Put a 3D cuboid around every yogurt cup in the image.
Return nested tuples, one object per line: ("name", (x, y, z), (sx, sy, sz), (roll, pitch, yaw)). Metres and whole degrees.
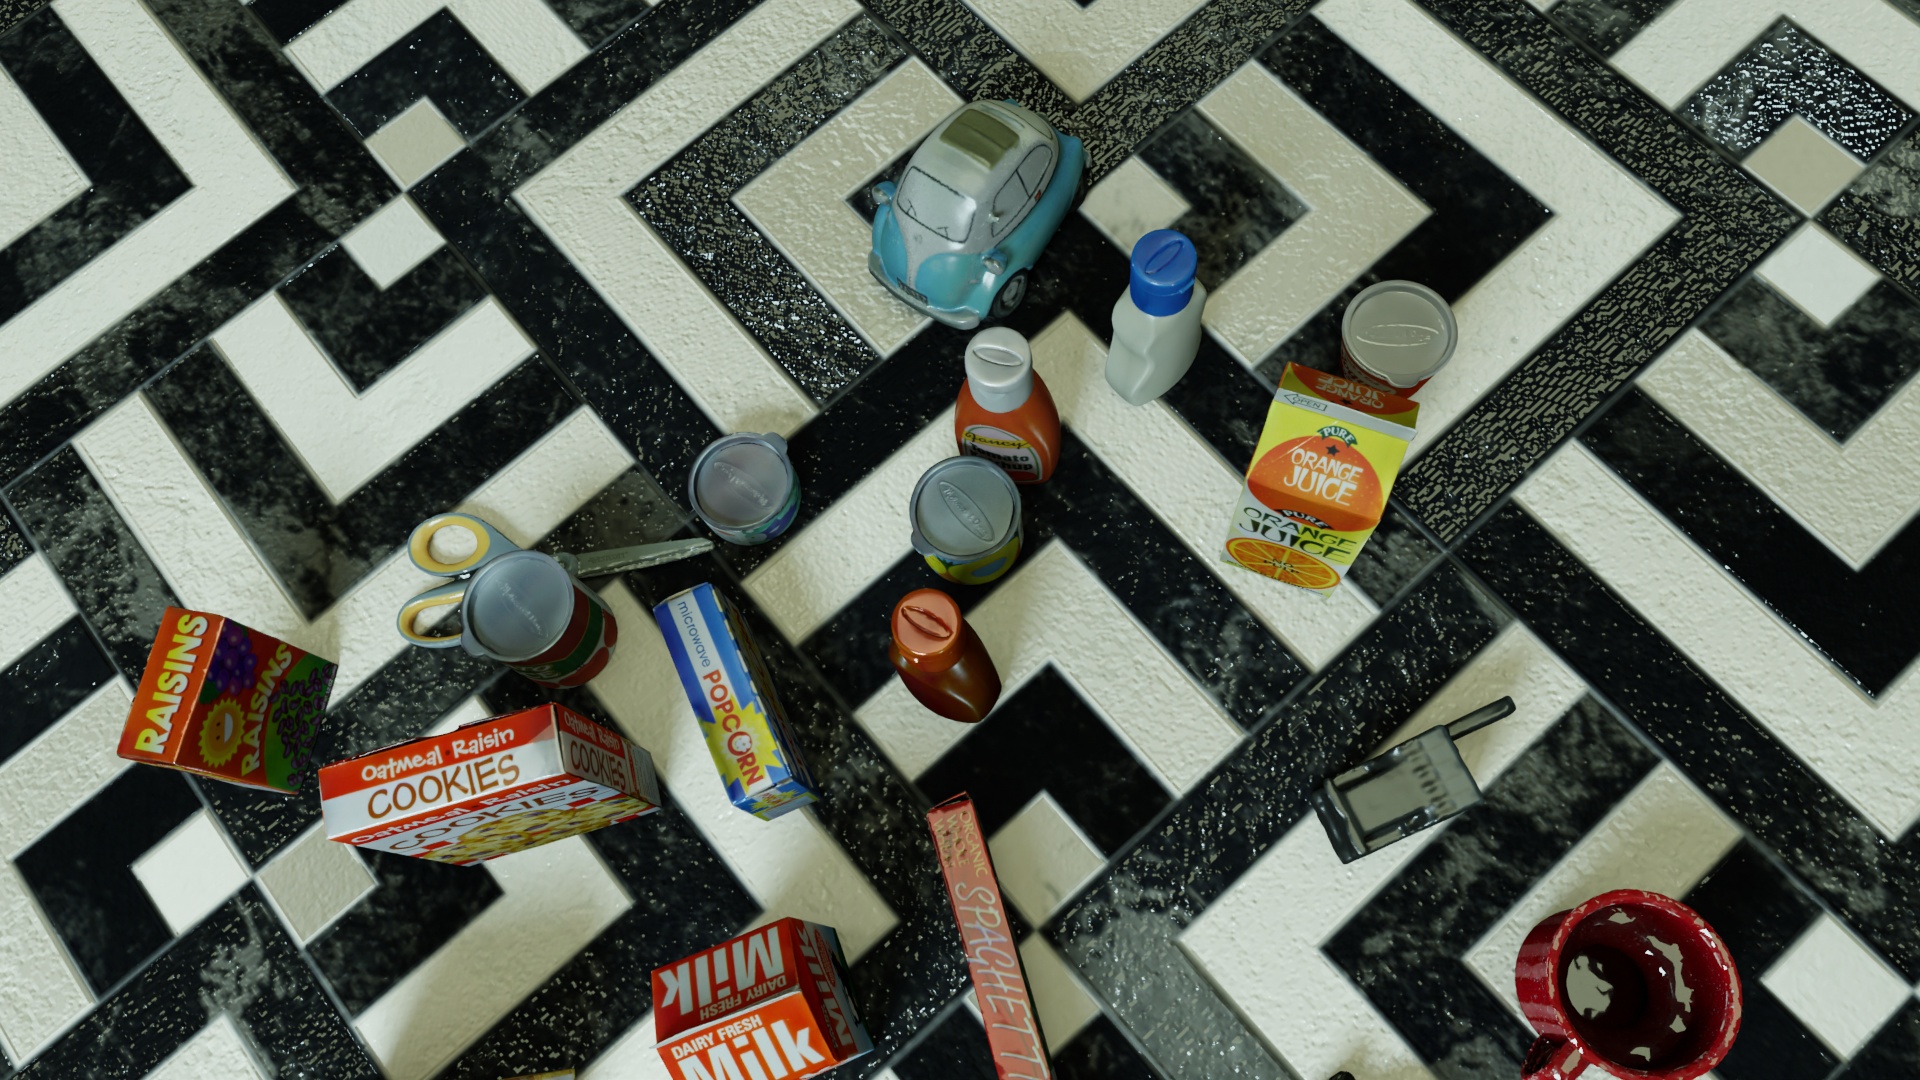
("yogurt cup", (0.266, -0.119, 0.857), (0.072, 0.053, 0.072), (-1, 72, 4))

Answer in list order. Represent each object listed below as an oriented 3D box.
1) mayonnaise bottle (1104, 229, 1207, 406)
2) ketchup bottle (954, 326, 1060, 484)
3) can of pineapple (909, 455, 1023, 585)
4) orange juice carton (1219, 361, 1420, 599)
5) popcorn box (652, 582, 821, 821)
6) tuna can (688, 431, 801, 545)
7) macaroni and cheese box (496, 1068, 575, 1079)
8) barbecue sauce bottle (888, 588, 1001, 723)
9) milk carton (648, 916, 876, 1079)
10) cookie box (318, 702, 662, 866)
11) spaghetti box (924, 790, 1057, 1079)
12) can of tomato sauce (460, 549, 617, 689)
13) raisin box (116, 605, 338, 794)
("mayonnaise bottle", (0.117, -0.133, 0.825), (0.065, 0.147, 0.041), (-42, 74, -8))
("ketchup bottle", (0.026, -0.078, 0.814), (0.065, 0.148, 0.043), (14, 74, 9))
("can of pineapple", (0.003, -0.011, 0.841), (0.071, 0.057, 0.071), (-1, 72, 4))
("orange juice carton", (0.196, -0.035, 0.763), (0.072, 0.192, 0.073), (20, 75, 11))
("popcorn box", (-0.128, 0.095, 0.803), (0.038, 0.085, 0.127), (-25, 72, -3))
("tuna can", (-0.133, -0.034, 0.873), (0.071, 0.032, 0.071), (-1, 72, 4))
("macaroni and cheese box", (-0.282, 0.302, 0.705), (0.124, 0.166, 0.040), (-10, 72, 1))
("barbecue sauce bottle", (-0.012, 0.064, 0.771), (0.065, 0.148, 0.044), (30, 77, 13))
("milk carton", (-0.098, 0.238, 0.699), (0.072, 0.190, 0.073), (-22, 72, -2))
("cookie box", (-0.248, 0.136, 0.756), (0.123, 0.167, 0.040), (-16, 72, 0))
("spaghetti box", (0.029, 0.262, 0.754), (0.029, 0.050, 0.250), (-17, 71, -1))
("can of tomato sauce", (-0.250, 0.051, 0.829), (0.071, 0.083, 0.071), (-1, 72, 4))
("raisin box", (-0.422, 0.095, 0.807), (0.040, 0.123, 0.086), (9, 73, 7))
